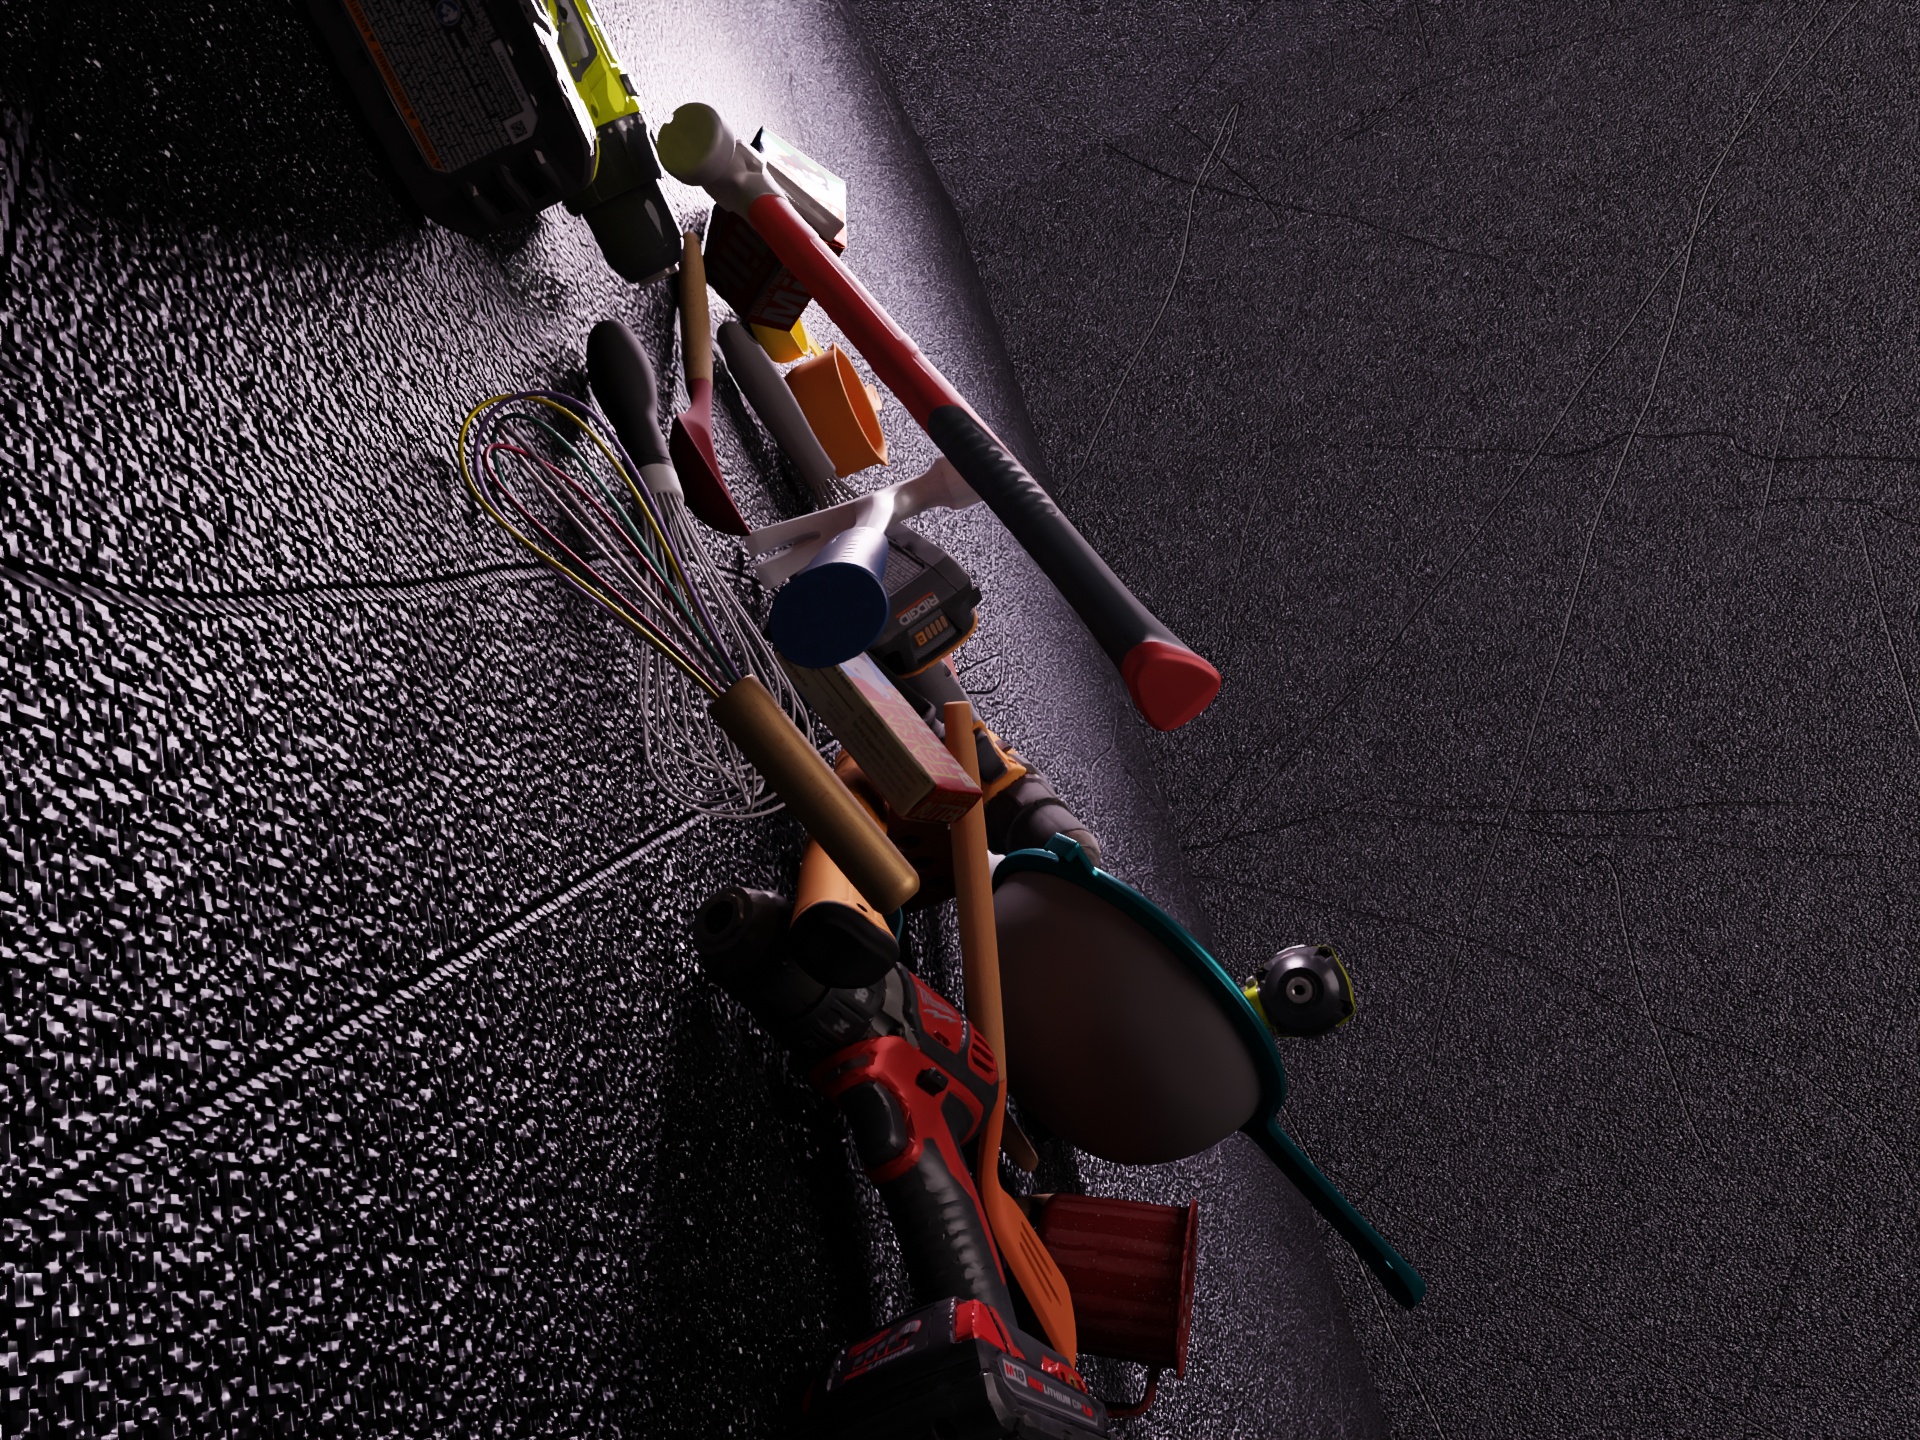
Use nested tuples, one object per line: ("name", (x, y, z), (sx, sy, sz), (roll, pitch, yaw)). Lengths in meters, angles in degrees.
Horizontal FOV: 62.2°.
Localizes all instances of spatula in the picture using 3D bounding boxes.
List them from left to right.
("spatula", (-0.006, 0.167, 0.852), (0.082, 0.044, 0.317), (54, -4, 45))
("spatula", (0.022, 0.150, 0.776), (0.081, 0.041, 0.322), (-49, 134, -84))
("spatula", (0.027, 0.266, 0.862), (0.060, 0.018, 0.315), (55, 3, 21))

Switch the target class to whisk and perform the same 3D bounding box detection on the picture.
("whisk", (-0.126, -0.077, 0.704), (0.070, 0.070, 0.285), (51, 16, -59))
("whisk", (-0.102, -0.024, 0.589), (0.245, 0.051, 0.047), (50, 34, 4))
("whisk", (-0.095, -0.163, 1.066), (0.238, 0.055, 0.055), (57, 15, -30))

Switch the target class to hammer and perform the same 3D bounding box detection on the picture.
("hammer", (-0.052, 0.028, 0.732), (0.127, 0.034, 0.337), (41, 13, -12))
("hammer", (-0.051, -0.077, 0.733), (0.406, 0.144, 0.035), (-91, 159, -77))
("hammer", (-0.004, -0.146, 0.769), (0.387, 0.038, 0.143), (52, 15, 21))

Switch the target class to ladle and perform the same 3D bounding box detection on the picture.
("ladle", (-0.150, -0.205, 0.912), (0.316, 0.031, 0.069), (-103, 169, -46))

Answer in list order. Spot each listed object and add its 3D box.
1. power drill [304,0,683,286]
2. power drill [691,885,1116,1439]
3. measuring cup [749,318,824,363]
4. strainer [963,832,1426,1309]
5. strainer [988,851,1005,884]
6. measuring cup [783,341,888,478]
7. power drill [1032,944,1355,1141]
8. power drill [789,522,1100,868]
("power drill", (-0.194, -0.283, 0.717), (0.229, 0.080, 0.190), (-89, 155, -70))
("power drill", (-0.030, 0.181, 0.620), (0.187, 0.080, 0.227), (48, 18, -44))
("measuring cup", (-0.122, -0.276, 1.192), (0.156, 0.029, 0.062), (41, 30, -73))
("strainer", (0.116, 0.226, 0.897), (0.340, 0.095, 0.211), (46, -24, 5))
("strainer", (0.066, 0.143, 1.185), (0.256, 0.069, 0.151), (30, 40, -71))
("measuring cup", (-0.091, -0.229, 1.187), (0.174, 0.052, 0.095), (-77, 144, -75))
("power drill", (0.153, 0.209, 1.067), (0.171, 0.223, 0.080), (35, 35, -72))
("power drill", (-0.002, -0.003, 0.975), (0.186, 0.084, 0.226), (40, -18, 52))
